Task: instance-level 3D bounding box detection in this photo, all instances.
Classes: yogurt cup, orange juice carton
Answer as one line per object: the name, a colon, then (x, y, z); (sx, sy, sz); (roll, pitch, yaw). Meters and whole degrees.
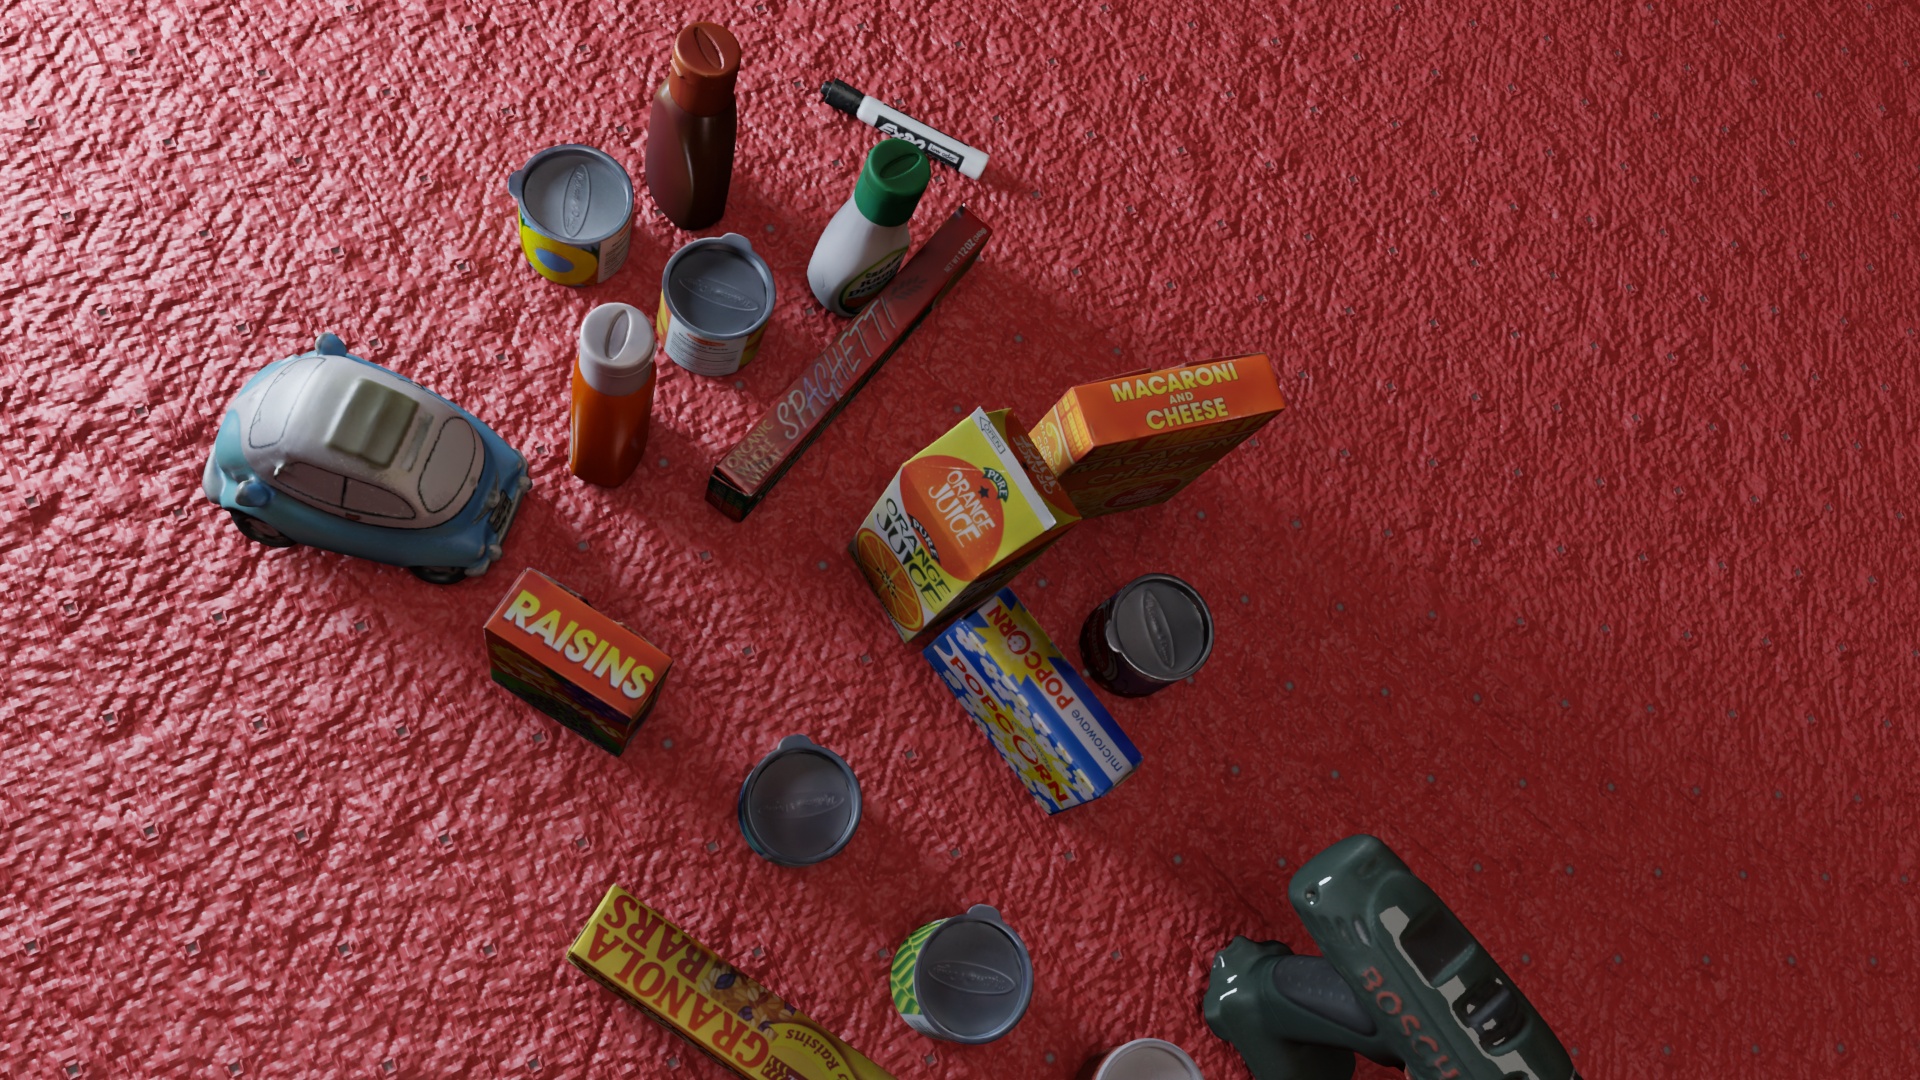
yogurt cup: (0.096, 0.309, 0.765); (0.072, 0.053, 0.072); (5, 71, -15)
orange juice carton: (0.003, -0.010, 0.766); (0.073, 0.192, 0.072); (-29, 83, -22)

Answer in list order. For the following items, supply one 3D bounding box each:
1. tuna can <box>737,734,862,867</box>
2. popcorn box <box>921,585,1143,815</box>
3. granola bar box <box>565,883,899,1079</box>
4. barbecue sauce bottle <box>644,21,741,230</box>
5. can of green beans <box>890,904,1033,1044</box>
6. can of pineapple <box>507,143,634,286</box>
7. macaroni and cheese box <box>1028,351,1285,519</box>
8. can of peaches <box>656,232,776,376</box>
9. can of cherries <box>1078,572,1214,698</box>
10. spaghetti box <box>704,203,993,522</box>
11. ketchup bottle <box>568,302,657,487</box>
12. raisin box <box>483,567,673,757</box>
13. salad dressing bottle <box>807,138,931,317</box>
tuna can: (-0.091, 0.146, 0.774); (0.071, 0.032, 0.071); (5, 71, -15)
popcorn box: (0.039, 0.095, 0.801); (0.038, 0.085, 0.127); (-37, 86, -23)
granola bar box: (-0.117, 0.236, 0.687); (0.165, 0.123, 0.039); (36, 67, -3)
barbecue sauce bottle: (-0.157, -0.245, 0.820); (0.044, 0.148, 0.065); (-25, 81, -22)
can of green beans: (0.000, 0.239, 0.757); (0.071, 0.057, 0.071); (5, 71, -15)
can of pineapple: (-0.232, -0.194, 0.831); (0.071, 0.057, 0.071); (5, 71, -15)
macaroni and cheese box: (0.096, -0.055, 0.823); (0.124, 0.166, 0.040); (-12, 77, -20)
can of peaches: (-0.147, -0.142, 0.838); (0.071, 0.058, 0.071); (5, 71, -15)
can of cherries: (0.110, 0.059, 0.849); (0.071, 0.058, 0.071); (5, 71, -15)
spaghetti box: (-0.066, -0.112, 0.857); (0.028, 0.050, 0.251); (40, 66, -1)
ketchup bottle: (-0.189, -0.081, 0.757); (0.043, 0.148, 0.065); (15, 69, -12)
raisin box: (-0.198, 0.066, 0.719); (0.086, 0.123, 0.040); (34, 67, -4)
salad dressing bottle: (-0.054, -0.185, 0.832); (0.064, 0.147, 0.044); (-35, 85, -23)
